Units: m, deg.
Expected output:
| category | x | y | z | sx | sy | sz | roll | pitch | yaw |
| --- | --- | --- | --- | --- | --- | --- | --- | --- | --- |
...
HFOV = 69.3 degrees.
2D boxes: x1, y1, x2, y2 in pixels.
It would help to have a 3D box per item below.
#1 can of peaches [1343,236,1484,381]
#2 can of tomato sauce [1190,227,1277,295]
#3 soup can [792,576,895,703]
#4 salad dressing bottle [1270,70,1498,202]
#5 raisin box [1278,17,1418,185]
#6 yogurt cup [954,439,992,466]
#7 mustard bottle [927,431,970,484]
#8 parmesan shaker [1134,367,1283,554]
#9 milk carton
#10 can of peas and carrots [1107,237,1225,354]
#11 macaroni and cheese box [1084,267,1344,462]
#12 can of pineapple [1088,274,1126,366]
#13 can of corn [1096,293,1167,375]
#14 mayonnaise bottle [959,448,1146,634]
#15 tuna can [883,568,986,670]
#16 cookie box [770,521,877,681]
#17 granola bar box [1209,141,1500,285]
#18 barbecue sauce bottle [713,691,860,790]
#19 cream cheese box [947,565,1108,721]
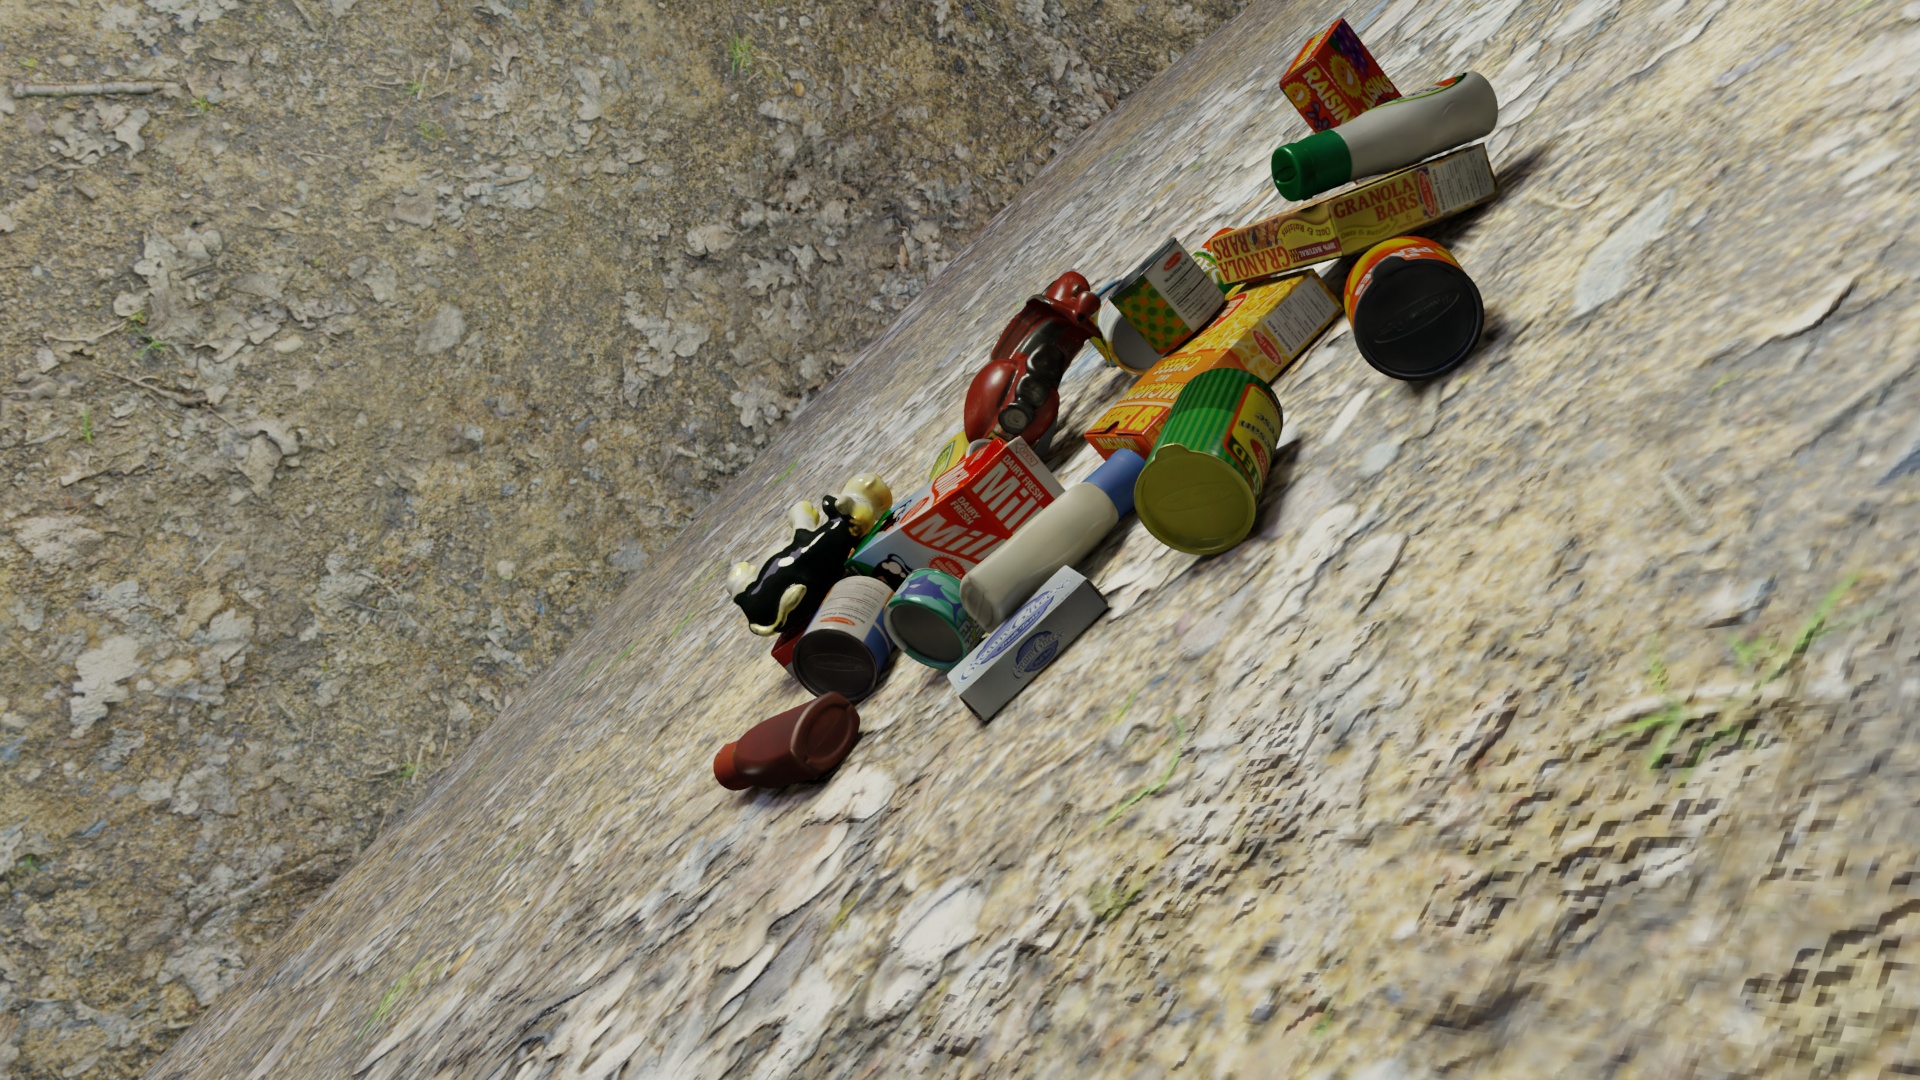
| category | x | y | z | sx | sy | sz | roll | pitch | yaw |
| --- | --- | --- | --- | --- | --- | --- | --- | --- | --- |
| can of peaches | 0.242 | -0.128 | 0.749 | 0.071 | 0.071 | 0.058 | -37 | 13 | 22 |
| can of tomato sauce | 0.198 | -0.197 | 1.097 | 0.083 | 0.071 | 0.071 | -44 | 13 | -6 |
| soup can | -0.084 | 0.077 | 1.063 | 0.071 | 0.071 | 0.084 | -36 | 14 | 27 |
| salad dressing bottle | 0.272 | -0.258 | 0.894 | 0.148 | 0.044 | 0.064 | -23 | 9 | -12 |
| raisin box | 0.313 | -0.340 | 1.097 | 0.040 | 0.123 | 0.086 | -28 | 20 | 47 |
| yogurt cup | 0.018 | -0.042 | 1.143 | 0.053 | 0.072 | 0.073 | -43 | 10 | 37 |
| mustard bottle | -0.004 | -0.040 | 1.218 | 0.065 | 0.049 | 0.161 | -55 | 11 | 26 |
| parmesan shaker | 0.142 | -0.050 | 0.788 | 0.071 | 0.071 | 0.103 | -33 | 16 | 37 |
| milk carton | 0.004 | -0.013 | 1.072 | 0.190 | 0.072 | 0.074 | -31 | 17 | 41 |
| can of peas and carrots | 0.151 | -0.179 | 1.026 | 0.071 | 0.058 | 0.071 | -42 | 8 | 7 |
| macaroni and cheese box | 0.174 | -0.118 | 0.980 | 0.167 | 0.040 | 0.124 | -44 | 12 | -7 |
| can of pineapple | 0.145 | -0.204 | 1.296 | 0.071 | 0.058 | 0.071 | -40 | 13 | 12 |
| can of corn | 0.153 | -0.176 | 1.167 | 0.071 | 0.071 | 0.058 | -40 | 19 | 13 |
| mayonnaise bottle | 0.065 | -0.002 | 0.903 | 0.148 | 0.041 | 0.064 | -41 | -14 | -19 |
| tuna can | -0.015 | 0.054 | 0.933 | 0.071 | 0.071 | 0.033 | -27 | 21 | 49 |
| cookie box | -0.097 | 0.042 | 1.257 | 0.122 | 0.040 | 0.168 | -37 | 14 | 23 |
| granola bar box | 0.265 | -0.220 | 0.956 | 0.124 | 0.039 | 0.165 | -23 | 9 | -13 |
| barbecue sauce bottle | -0.132 | 0.152 | 1.007 | 0.148 | 0.043 | 0.065 | -27 | 20 | 50 |
| cream cheese box | 0.039 | 0.061 | 0.839 | 0.104 | 0.024 | 0.053 | -43 | 12 | -2 |
